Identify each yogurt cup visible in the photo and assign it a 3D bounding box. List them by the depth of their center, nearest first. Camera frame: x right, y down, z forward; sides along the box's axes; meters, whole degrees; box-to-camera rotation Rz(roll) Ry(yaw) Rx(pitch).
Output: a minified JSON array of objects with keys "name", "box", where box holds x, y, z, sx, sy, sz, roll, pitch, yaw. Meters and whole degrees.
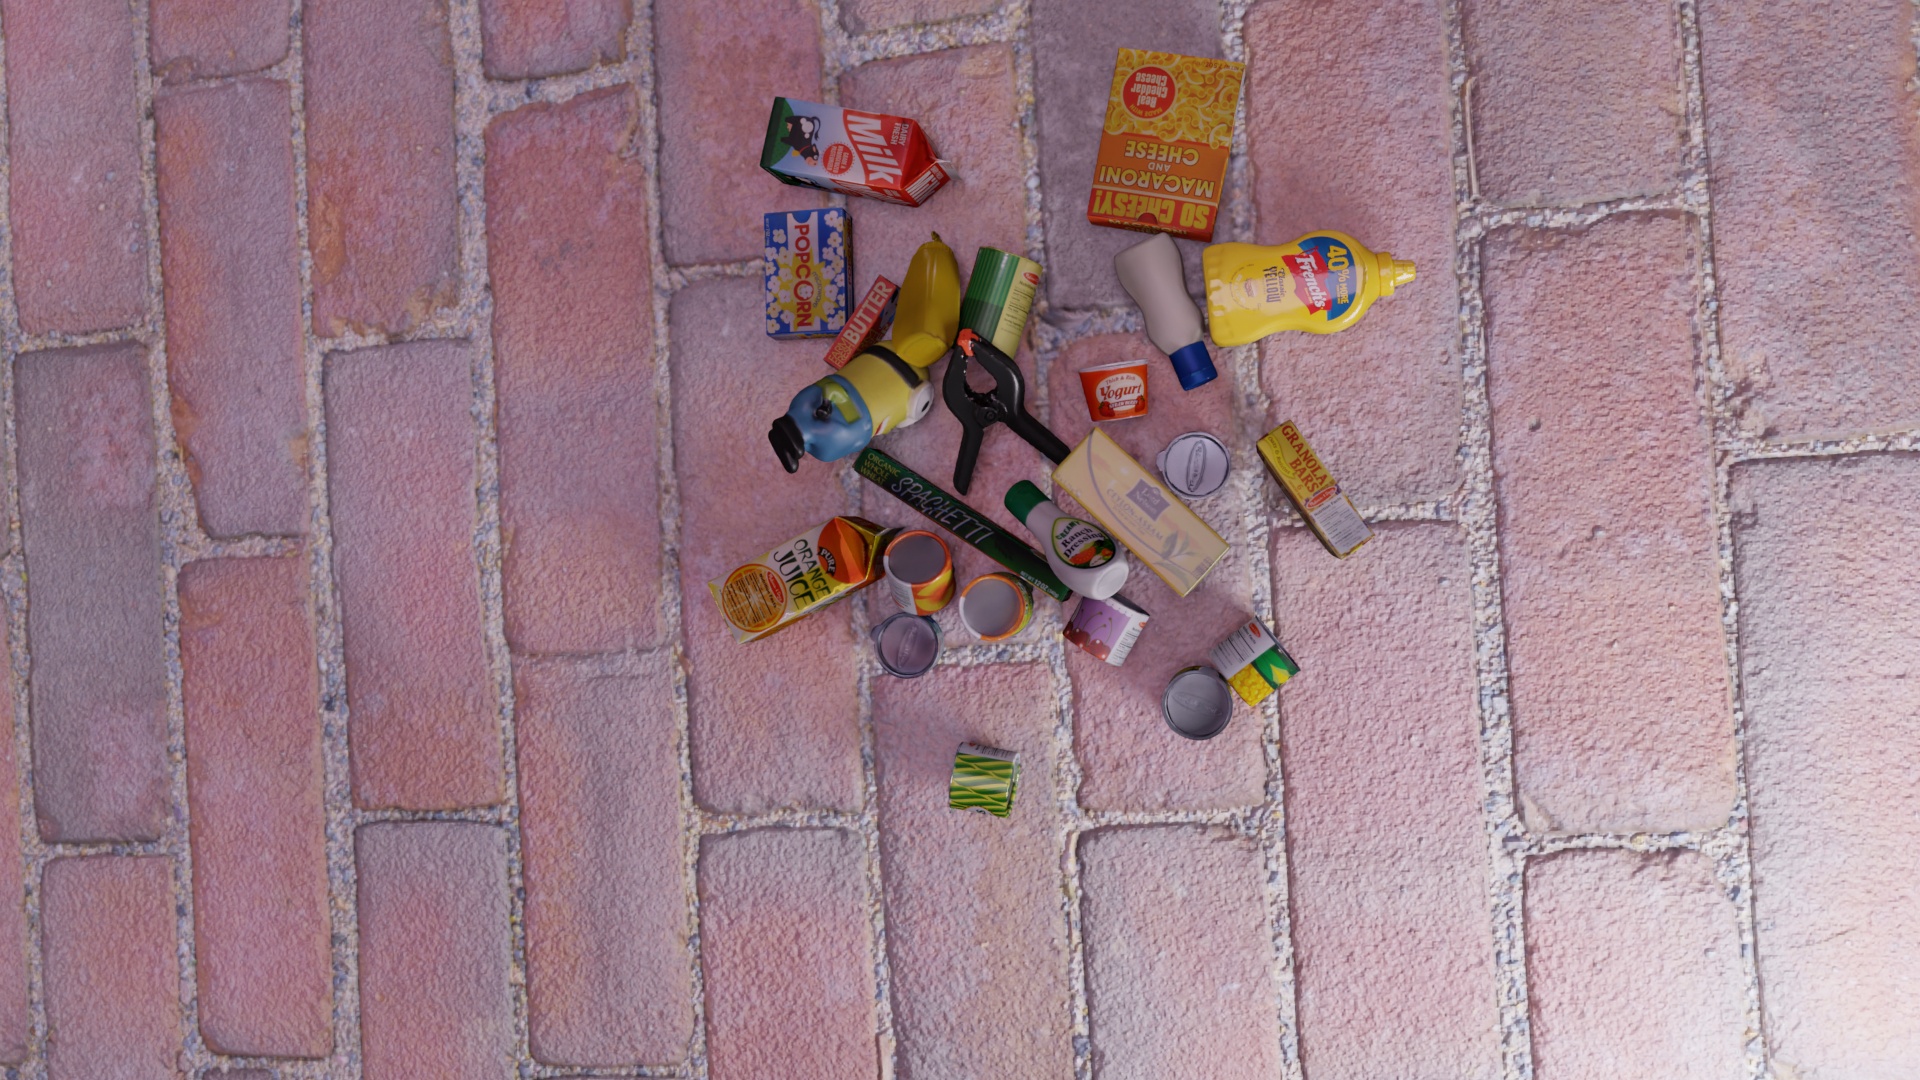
[{"name":"yogurt cup","box":[0.150,-0.144,1.340,0.072,0.072,0.054,-7,96,11]}]

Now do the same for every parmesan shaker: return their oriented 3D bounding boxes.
[{"name":"parmesan shaker","box":[0.032,-0.229,1.360,0.071,0.071,0.103,19,94,11]}]

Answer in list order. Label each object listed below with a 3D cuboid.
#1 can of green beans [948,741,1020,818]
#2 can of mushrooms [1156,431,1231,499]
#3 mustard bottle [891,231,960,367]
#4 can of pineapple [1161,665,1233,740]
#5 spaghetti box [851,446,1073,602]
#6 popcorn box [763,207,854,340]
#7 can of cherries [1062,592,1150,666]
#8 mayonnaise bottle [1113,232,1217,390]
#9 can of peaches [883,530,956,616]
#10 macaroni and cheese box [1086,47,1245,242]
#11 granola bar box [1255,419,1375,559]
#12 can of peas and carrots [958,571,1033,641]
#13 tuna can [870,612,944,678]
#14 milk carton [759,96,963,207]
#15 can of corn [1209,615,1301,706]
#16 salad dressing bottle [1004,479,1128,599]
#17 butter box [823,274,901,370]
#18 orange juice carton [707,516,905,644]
[{"name":"can of green beans","box":[0.024,0.235,1.359,0.058,0.071,0.071,9,92,11]},{"name":"can of mushrooms","box":[0.225,-0.072,1.338,0.071,0.033,0.071,0,90,11]},{"name":"mustard bottle","box":[-0.029,-0.246,1.362,0.065,0.049,0.161,-28,43,41]},{"name":"can of pineapple","box":[0.228,0.152,1.323,0.071,0.058,0.071,0,90,11]},{"name":"spaghetti box","box":[0.005,-0.017,1.373,0.250,0.050,0.028,33,97,10]},{"name":"popcorn box","box":[-0.154,-0.270,1.414,0.085,0.038,0.126,-1,89,13]},{"name":"can of cherries","box":[0.138,0.079,1.339,0.071,0.071,0.058,30,97,10]},{"name":"mayonnaise bottle","box":[0.203,-0.218,1.341,0.064,0.041,0.148,-24,86,13]},{"name":"can of peaches","box":[-0.038,0.030,1.366,0.071,0.057,0.071,-3,57,5]},{"name":"macaroni and cheese box","box":[0.198,-0.382,1.343,0.124,0.040,0.166,11,92,12]},{"name":"granola bar box","box":[0.316,-0.045,1.252,0.039,0.165,0.124,-36,83,11]},{"name":"can of peas and carrots","box":[0.037,0.063,1.362,0.071,0.059,0.071,0,90,11]},{"name":"tuna can","box":[-0.053,0.103,1.393,0.071,0.033,0.071,0,89,11]},{"name":"milk carton","box":[-0.094,-0.384,1.386,0.191,0.072,0.073,13,92,11]},{"name":"can of corn","box":[0.278,0.116,1.310,0.058,0.071,0.071,-39,83,10]},{"name":"salad dressing bottle","box":[0.098,-0.004,1.329,0.064,0.043,0.148,-31,51,-18]},{"name":"butter box","box":[-0.094,-0.214,1.394,0.024,0.053,0.103,36,96,11]},{"name":"orange juice carton","box":[-0.147,0.030,1.393,0.192,0.072,0.073,-27,85,10]}]
